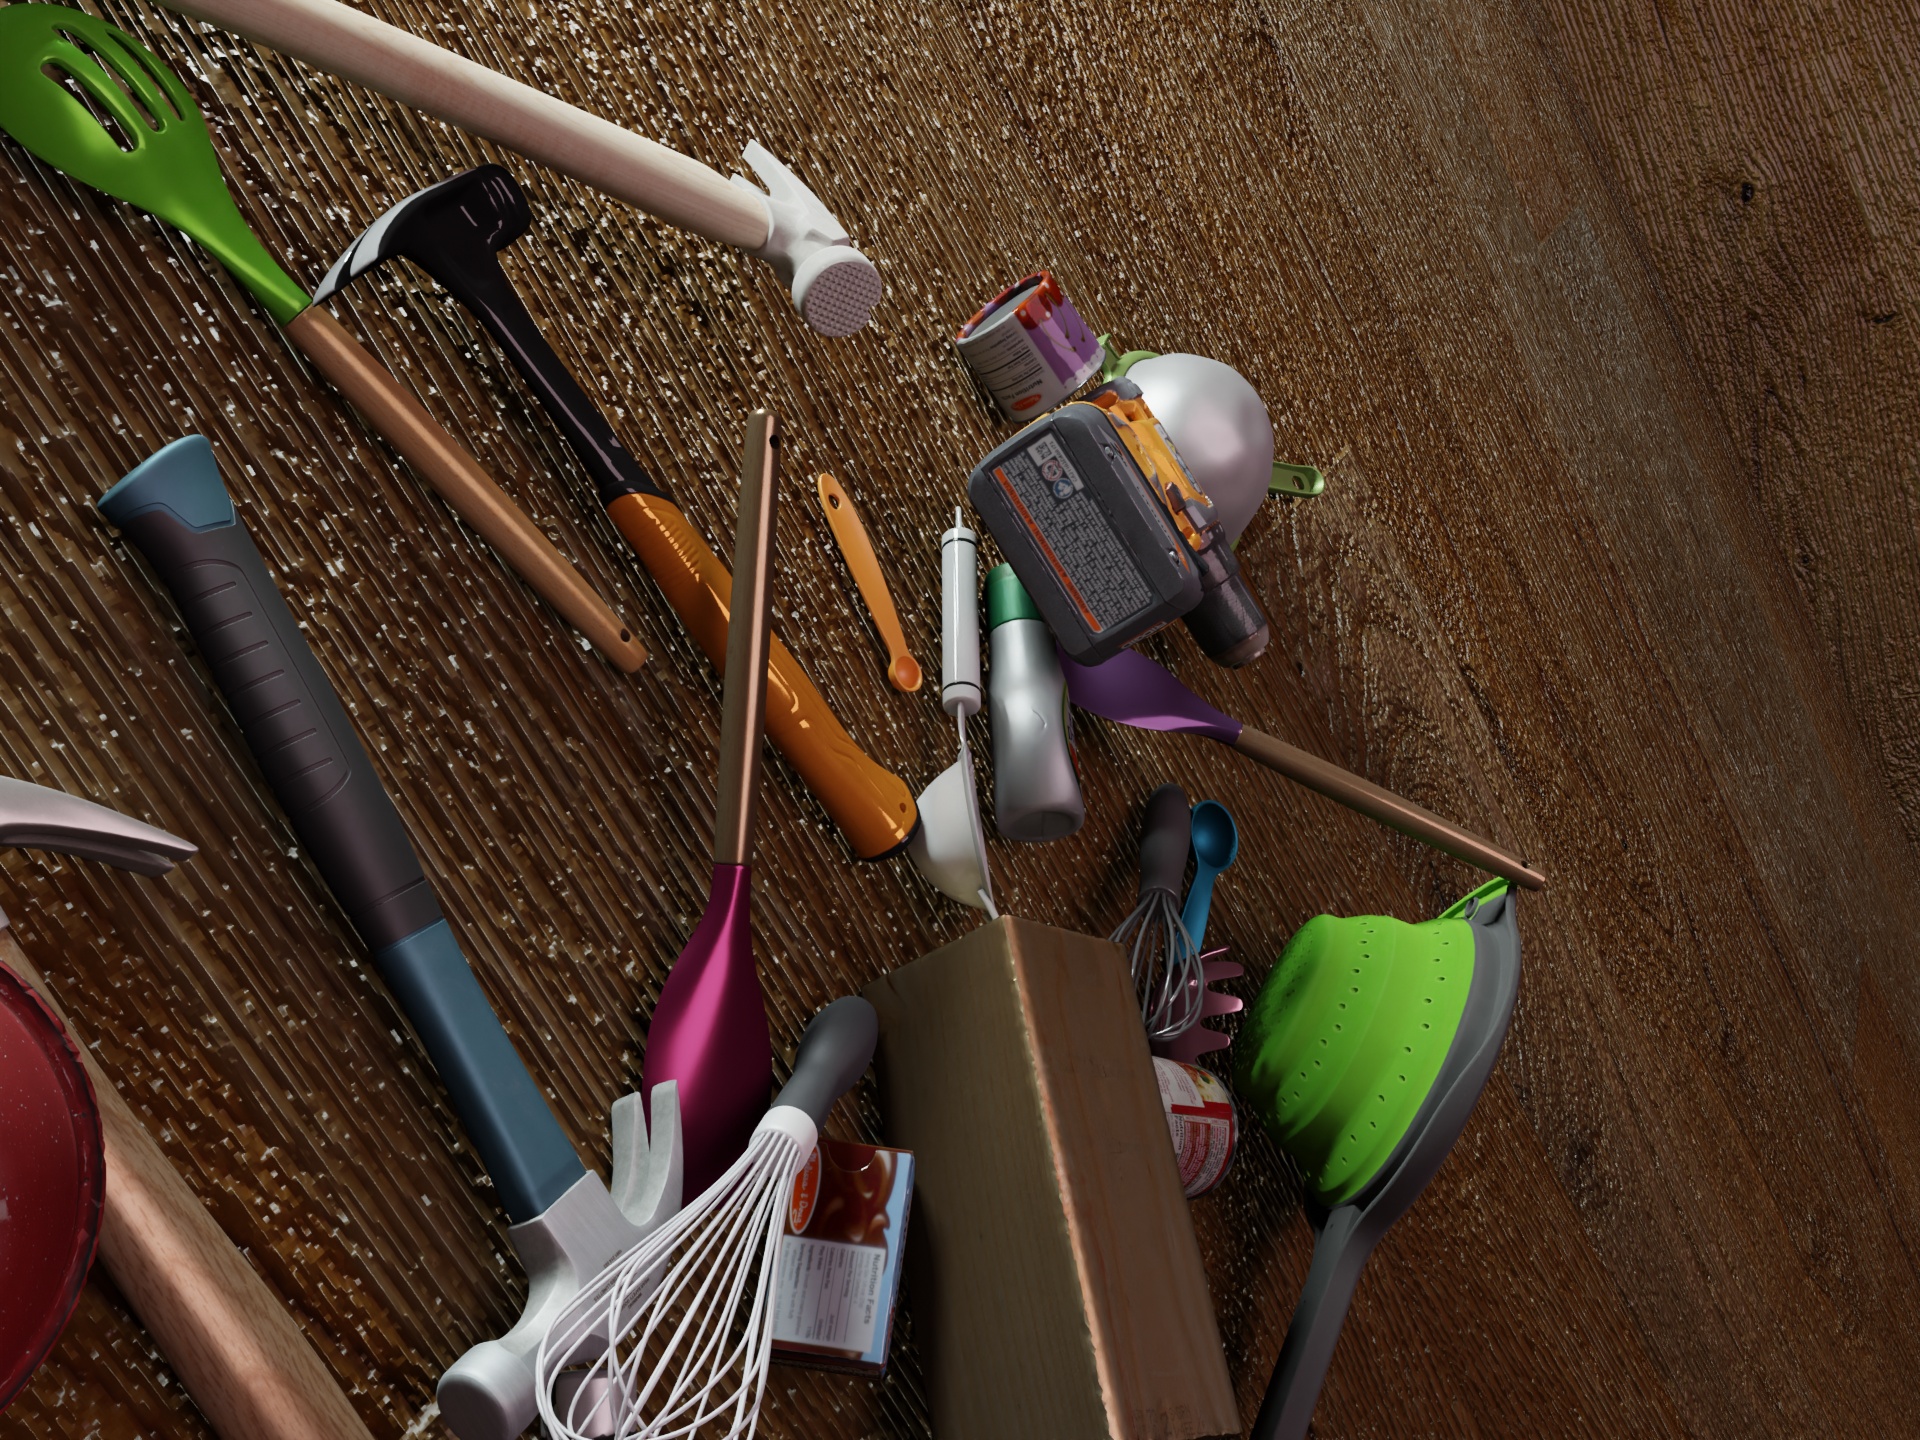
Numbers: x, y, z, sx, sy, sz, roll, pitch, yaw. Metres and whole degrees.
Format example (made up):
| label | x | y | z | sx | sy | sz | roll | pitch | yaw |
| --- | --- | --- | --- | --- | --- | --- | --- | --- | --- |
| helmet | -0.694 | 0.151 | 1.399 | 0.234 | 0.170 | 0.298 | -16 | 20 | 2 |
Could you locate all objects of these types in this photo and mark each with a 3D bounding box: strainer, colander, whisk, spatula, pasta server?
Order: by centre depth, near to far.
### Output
| label | x | y | z | sx | sy | sz | roll | pitch | yaw |
| --- | --- | --- | --- | --- | --- | --- | --- | --- | --- |
| whisk | -0.073 | 0.165 | 0.561 | 0.070 | 0.070 | 0.285 | 62 | 18 | -10 |
| strainer | -0.001 | -0.003 | 0.783 | 0.086 | 0.050 | 0.259 | 79 | 9 | -57 |
| pasta server | 0.115 | 0.268 | 0.800 | 0.040 | 0.060 | 0.316 | 9 | 67 | -14 |
| whisk | 0.101 | 0.092 | 0.821 | 0.055 | 0.055 | 0.239 | 56 | 23 | -17 |
| colander | 0.178 | 0.239 | 0.842 | 0.094 | 0.204 | 0.397 | 28 | 64 | 3 |
| spatula | 0.174 | 0.021 | 0.869 | 0.316 | 0.018 | 0.060 | 25 | 47 | 1 |
| strainer | 0.196 | -0.180 | 1.067 | 0.256 | 0.069 | 0.151 | -1 | 75 | -48 |

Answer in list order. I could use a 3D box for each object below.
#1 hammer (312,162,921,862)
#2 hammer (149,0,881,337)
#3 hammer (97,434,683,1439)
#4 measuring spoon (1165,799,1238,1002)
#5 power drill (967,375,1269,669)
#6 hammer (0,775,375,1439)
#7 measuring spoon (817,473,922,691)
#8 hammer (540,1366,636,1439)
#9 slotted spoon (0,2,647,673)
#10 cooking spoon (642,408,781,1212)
| label | x | y | z | sx | sy | sz | roll | pitch | yaw |
| --- | --- | --- | --- | --- | --- | --- | --- | --- | --- |
| hammer | -0.121 | -0.068 | 0.661 | 0.336 | 0.034 | 0.127 | 55 | 26 | -21 |
| hammer | -0.221 | -0.257 | 0.616 | 0.410 | 0.038 | 0.146 | 12 | 32 | -40 |
| hammer | -0.191 | 0.059 | 0.528 | 0.331 | 0.033 | 0.128 | 63 | 29 | -4 |
| measuring spoon | 0.129 | 0.105 | 0.912 | 0.042 | 0.021 | 0.129 | 37 | 58 | -29 |
| power drill | 0.100 | -0.094 | 0.868 | 0.185 | 0.084 | 0.226 | 58 | 21 | -3 |
| hammer | -0.221 | 0.162 | 0.460 | 0.130 | 0.031 | 0.331 | -43 | 107 | -49 |
| measuring spoon | -0.047 | -0.067 | 0.783 | 0.021 | 0.011 | 0.117 | -19 | 85 | -51 |
| hammer | -0.019 | 0.319 | 0.625 | 0.334 | 0.035 | 0.146 | 16 | 62 | -46 |
| slotted spoon | -0.224 | -0.131 | 0.590 | 0.313 | 0.031 | 0.070 | 50 | 40 | -25 |
| cooking spoon | -0.089 | 0.032 | 0.631 | 0.068 | 0.017 | 0.319 | 11 | 79 | -51 |
